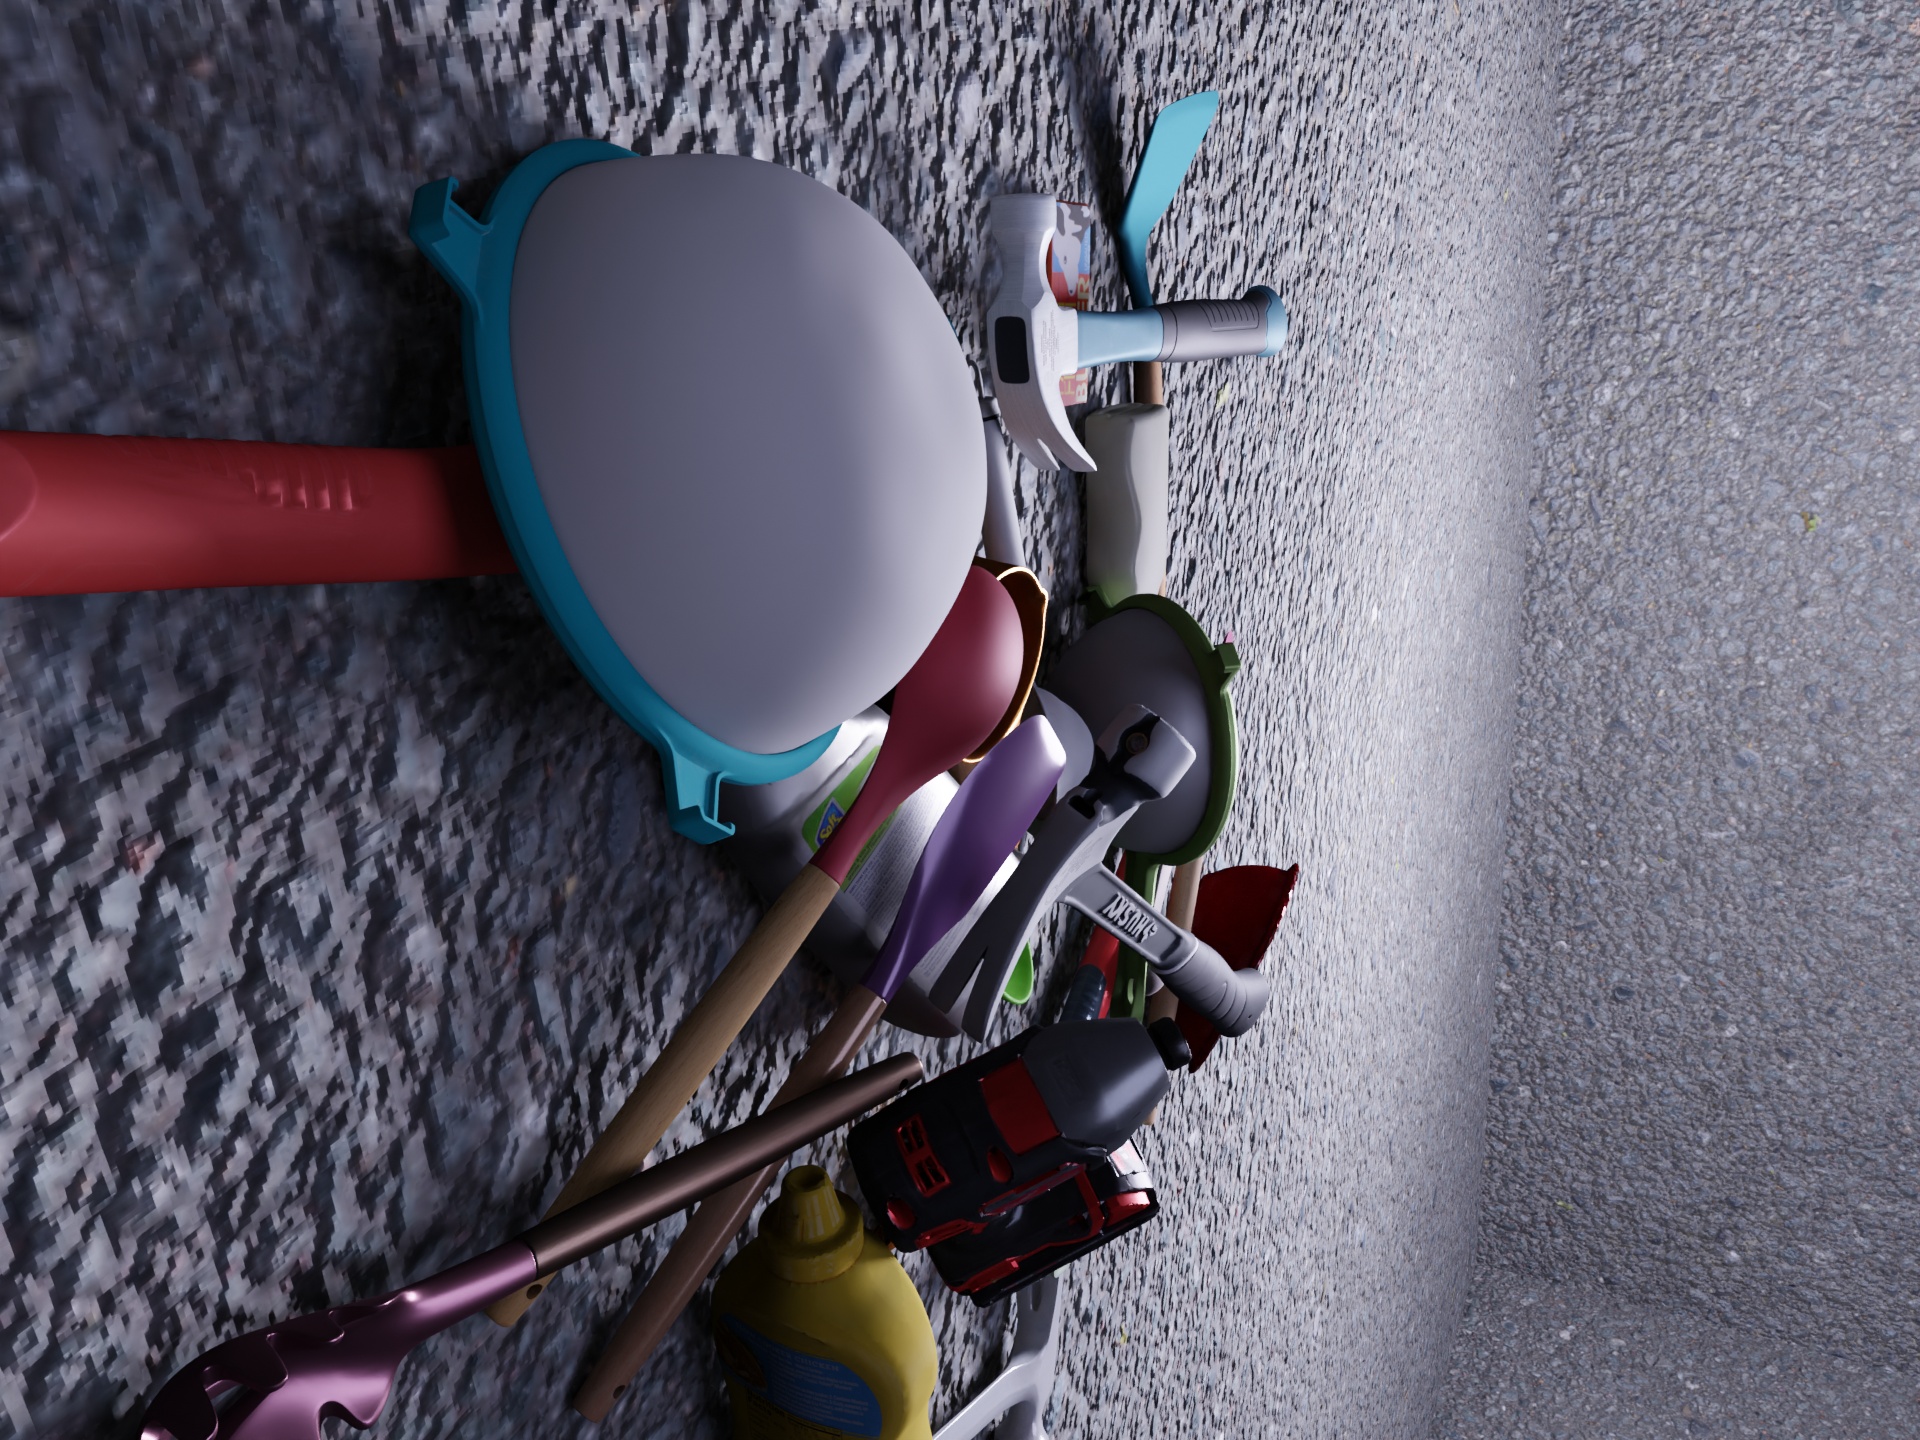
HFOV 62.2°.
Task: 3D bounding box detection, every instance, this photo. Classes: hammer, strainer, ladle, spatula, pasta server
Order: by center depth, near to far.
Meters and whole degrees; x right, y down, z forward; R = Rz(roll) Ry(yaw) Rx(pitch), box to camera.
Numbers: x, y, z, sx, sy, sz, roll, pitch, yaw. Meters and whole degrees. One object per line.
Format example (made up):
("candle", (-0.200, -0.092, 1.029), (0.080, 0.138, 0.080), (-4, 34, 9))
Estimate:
("hammer", (-0.194, -0.037, 0.356), (0.359, 0.037, 0.149), (-13, 109, -62))
("pasta server", (-0.113, 0.167, 0.512), (0.316, 0.040, 0.060), (-14, 125, -49))
("strainer", (-0.030, -0.115, 0.555), (0.211, 0.095, 0.340), (69, 25, -16))
("ladle", (-0.065, 0.075, 0.567), (0.315, 0.031, 0.069), (-54, 140, -14))
("spatula", (-0.050, 0.127, 0.620), (0.316, 0.018, 0.059), (-55, 144, -16))
("hammer", (-0.040, 0.379, 0.783), (0.405, 0.035, 0.144), (1, 96, -64))
("strainer", (0.030, -0.049, 0.786), (0.050, 0.087, 0.258), (-15, 108, -14))
("hammer", (0.101, 0.119, 0.805), (0.149, 0.036, 0.408), (-52, 152, -2))
("hammer", (0.106, -0.209, 0.852), (0.331, 0.033, 0.128), (-24, 118, -56))
("strainer", (0.079, 0.058, 0.876), (0.069, 0.152, 0.256), (-6, 110, -25))
("spatula", (0.120, -0.202, 0.944), (0.082, 0.044, 0.317), (-39, 132, -48))
("hammer", (0.090, 0.162, 0.987), (0.386, 0.038, 0.143), (-64, 150, -33))

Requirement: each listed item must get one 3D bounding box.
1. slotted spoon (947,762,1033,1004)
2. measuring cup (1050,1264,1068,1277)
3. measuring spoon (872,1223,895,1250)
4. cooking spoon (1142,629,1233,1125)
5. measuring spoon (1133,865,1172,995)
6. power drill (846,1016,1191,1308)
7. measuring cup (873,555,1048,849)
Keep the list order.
("slotted spoon", (-0.001, 0.007, 0.773), (0.070, 0.031, 0.313), (-67, 151, -59))
("measuring cup", (0.062, 0.285, 0.936), (0.167, 0.038, 0.083), (-16, 116, -71))
("measuring spoon", (-0.016, 0.253, 0.823), (0.117, 0.011, 0.021), (-8, 104, -63))
("cooking spoon", (0.144, 0.099, 1.015), (0.068, 0.017, 0.319), (20, 80, -76))
("measuring spoon", (0.129, 0.111, 0.985), (0.034, 0.018, 0.124), (40, 62, -63))
("power drill", (0.033, 0.193, 0.713), (0.079, 0.143, 0.219), (61, -8, 24))
("measuring cup", (-0.001, -0.002, 0.719), (0.095, 0.052, 0.173), (-55, 152, -33))
